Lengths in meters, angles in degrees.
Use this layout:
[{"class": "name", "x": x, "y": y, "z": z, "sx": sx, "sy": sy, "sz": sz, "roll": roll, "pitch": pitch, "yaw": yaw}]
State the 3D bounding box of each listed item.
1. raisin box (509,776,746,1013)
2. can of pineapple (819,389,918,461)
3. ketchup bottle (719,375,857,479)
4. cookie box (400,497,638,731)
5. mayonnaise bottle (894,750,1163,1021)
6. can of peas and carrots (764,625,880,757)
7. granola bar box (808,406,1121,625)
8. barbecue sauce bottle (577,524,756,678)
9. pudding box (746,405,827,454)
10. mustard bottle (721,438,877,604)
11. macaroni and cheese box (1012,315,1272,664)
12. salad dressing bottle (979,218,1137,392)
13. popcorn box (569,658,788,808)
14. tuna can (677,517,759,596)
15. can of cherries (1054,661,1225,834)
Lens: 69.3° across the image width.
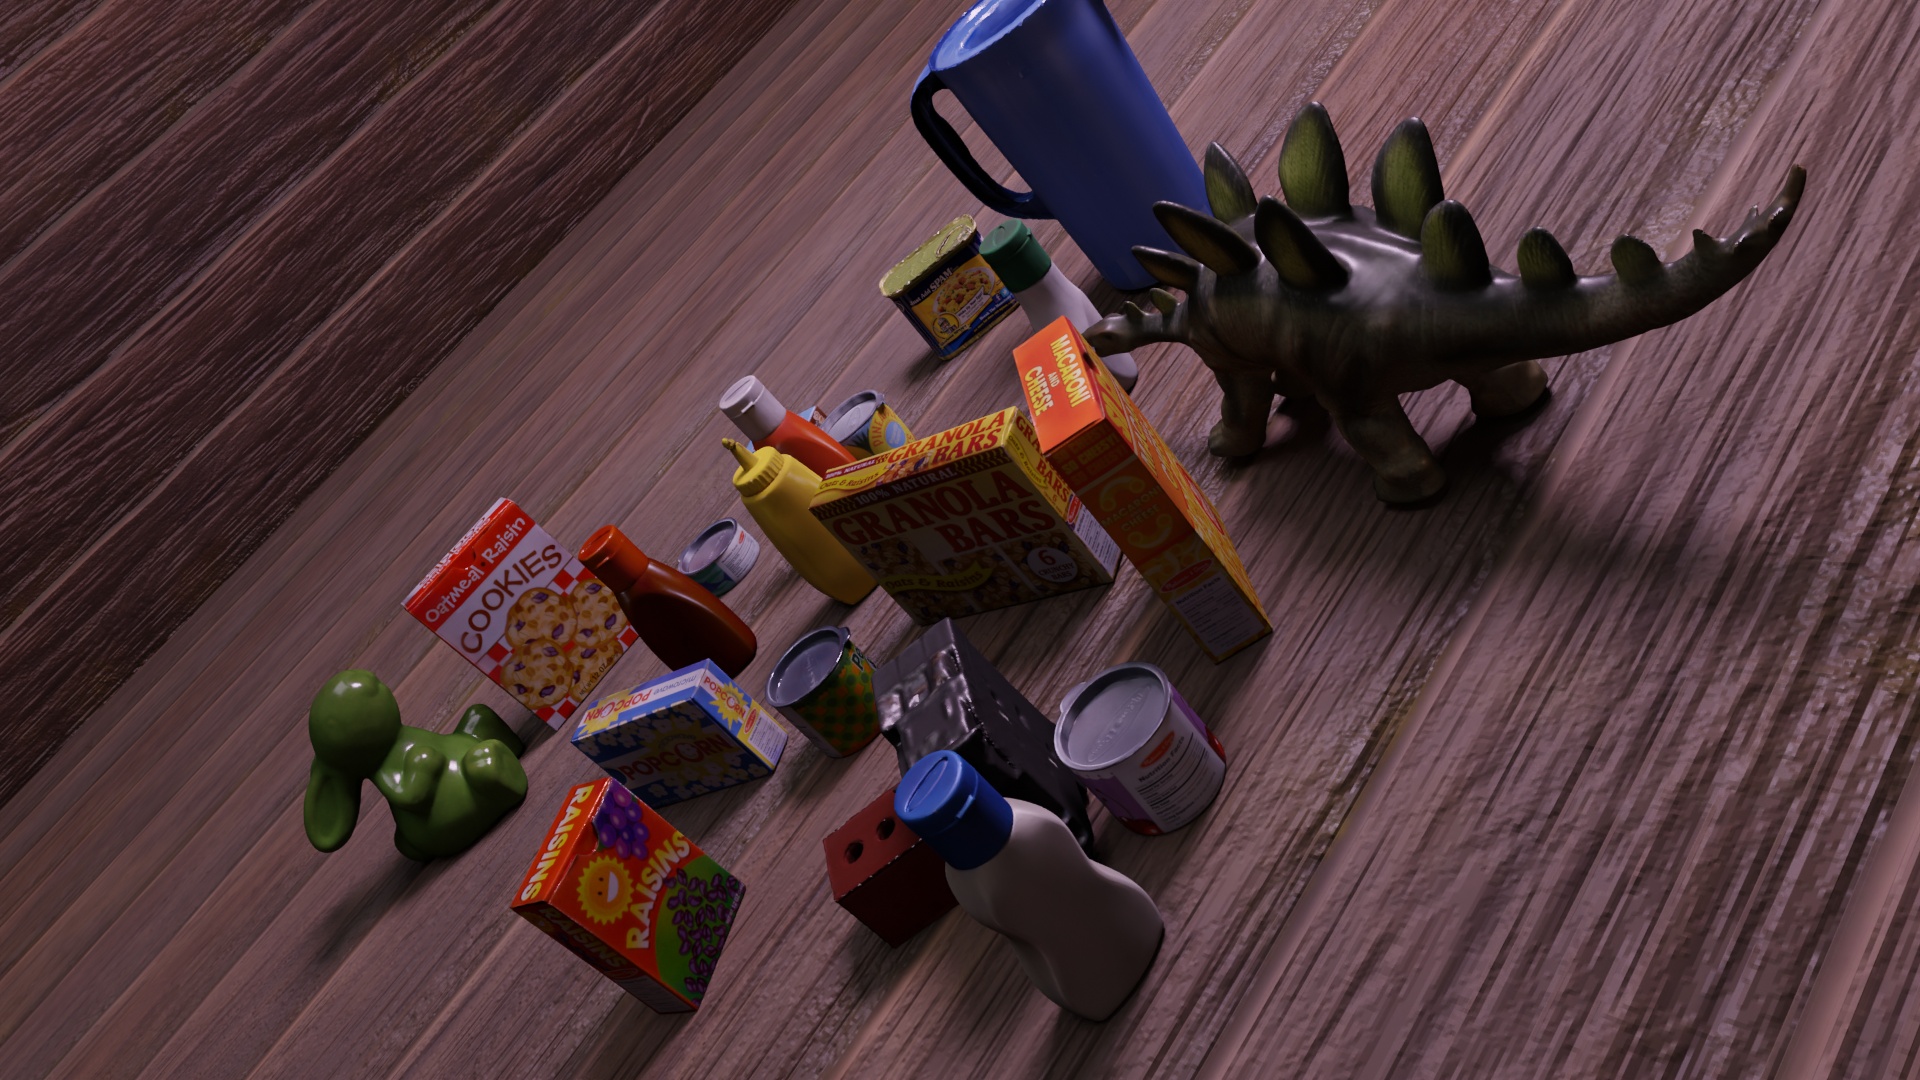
[{"class": "raisin box", "x": -0.192, "y": 0.210, "z": 0.818, "sx": 0.040, "sy": 0.123, "sz": 0.086, "roll": -19, "pitch": 36, "yaw": 36}, {"class": "can of pineapple", "x": -0.075, "y": -0.082, "z": 1.145, "sx": 0.071, "sy": 0.057, "sz": 0.071, "roll": -30, "pitch": 31, "yaw": 20}, {"class": "ketchup bottle", "x": -0.127, "y": -0.065, "z": 1.090, "sx": 0.064, "sy": 0.148, "sz": 0.044, "roll": -40, "pitch": 28, "yaw": 3}, {"class": "cookie box", "x": -0.369, "y": 0.063, "z": 1.188, "sx": 0.123, "sy": 0.167, "sz": 0.040, "roll": -52, "pitch": 30, "yaw": -18}, {"class": "mayonnaise bottle", "x": 0.029, "y": 0.148, "z": 0.609, "sx": 0.065, "sy": 0.147, "sz": 0.041, "roll": -52, "pitch": 30, "yaw": -19}, {"class": "can of peas and carrots", "x": -0.082, "y": 0.097, "z": 0.907, "sx": 0.071, "sy": 0.058, "sz": 0.071, "roll": -30, "pitch": 31, "yaw": 20}, {"class": "granola bar box", "x": 0.003, "y": -0.011, "z": 0.884, "sx": 0.165, "sy": 0.124, "sz": 0.039, "roll": -15, "pitch": 38, "yaw": 39}, {"class": "barbecue sauce bottle", "x": -0.224, "y": 0.050, "z": 1.051, "sx": 0.065, "sy": 0.148, "sz": 0.044, "roll": -36, "pitch": 29, "yaw": 11}, {"class": "pudding box", "x": -0.147, "y": -0.083, "z": 1.242, "sx": 0.083, "sy": 0.049, "sz": 0.030, "roll": -21, "pitch": 35, "yaw": 32}, {"class": "mustard bottle", "x": -0.118, "y": -0.022, "z": 1.009, "sx": 0.065, "sy": 0.160, "sz": 0.049, "roll": -48, "pitch": 29, "yaw": -11}, {"class": "macaroni and cheese box", "x": 0.098, "y": -0.029, "z": 0.751, "sx": 0.040, "sy": 0.166, "sz": 0.124, "roll": -34, "pitch": 30, "yaw": 15}, {"class": "salad dressing bottle", "x": 0.070, "y": -0.162, "z": 0.986, "sx": 0.044, "sy": 0.147, "sz": 0.064, "roll": -29, "pitch": 31, "yaw": 22}, {"class": "popcorn box", "x": -0.194, "y": 0.136, "z": 0.962, "sx": 0.126, "sy": 0.085, "sz": 0.038, "roll": -21, "pitch": 35, "yaw": 32}, {"class": "tuna can", "x": -0.210, "y": 0.016, "z": 1.201, "sx": 0.071, "sy": 0.032, "sz": 0.071, "roll": -30, "pitch": 31, "yaw": 20}, {"class": "can of cherries", "x": 0.089, "y": 0.103, "z": 0.693, "sx": 0.071, "sy": 0.058, "sz": 0.072, "roll": -30, "pitch": 31, "yaw": 20}]
